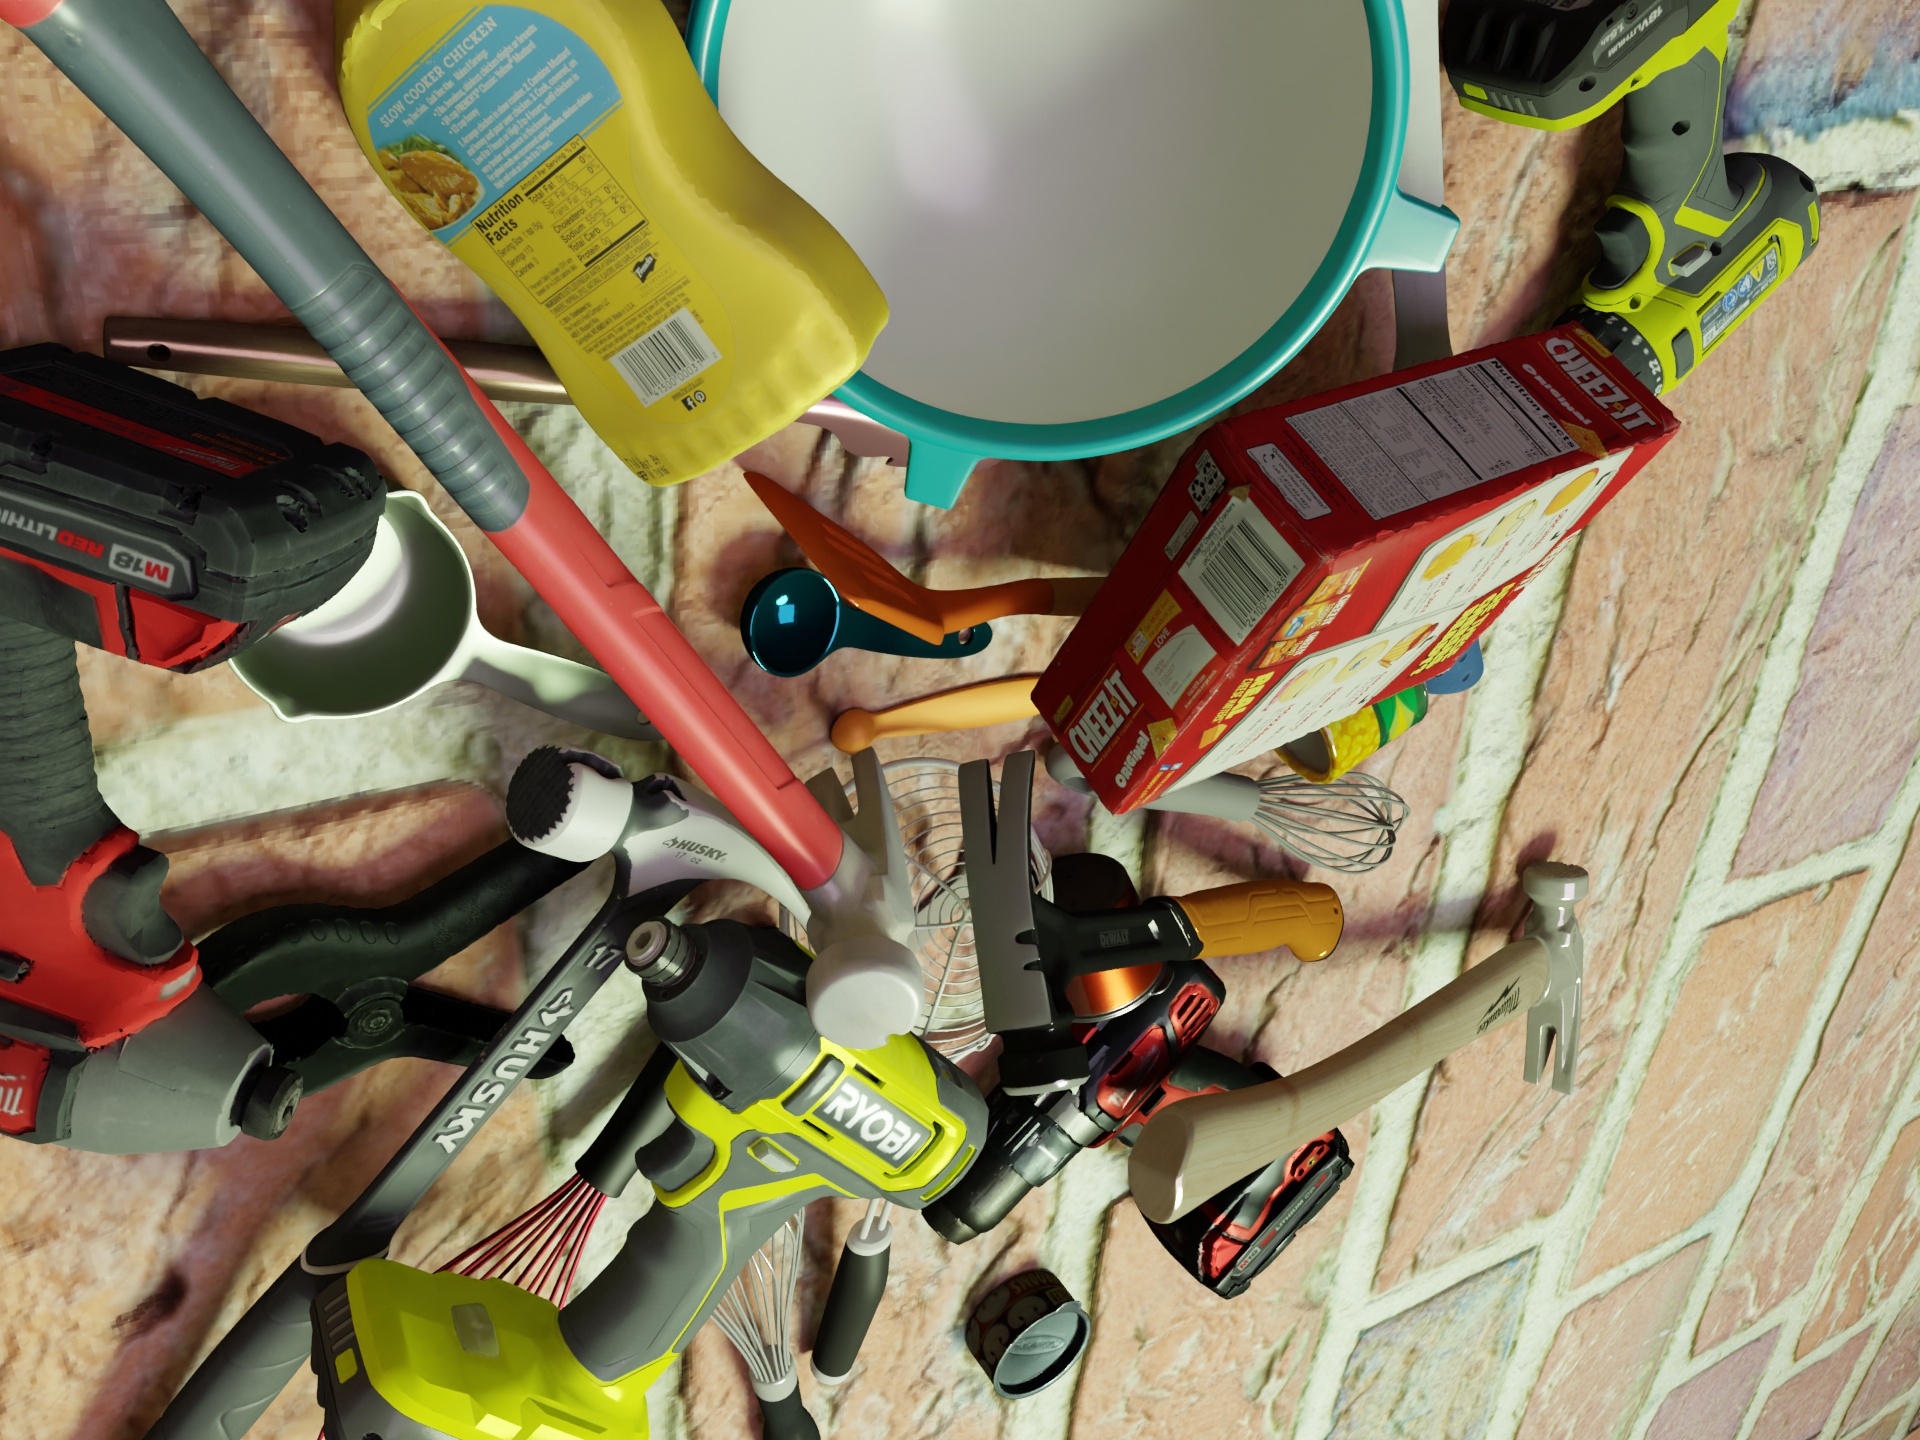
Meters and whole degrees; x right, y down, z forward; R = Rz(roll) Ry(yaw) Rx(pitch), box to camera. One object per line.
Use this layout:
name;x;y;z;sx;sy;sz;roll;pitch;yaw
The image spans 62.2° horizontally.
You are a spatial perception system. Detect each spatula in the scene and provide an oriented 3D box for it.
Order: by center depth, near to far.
spatula;0.055;-0.058;0.655;0.322;0.081;0.041;-3;131;-40

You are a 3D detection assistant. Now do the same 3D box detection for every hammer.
hammer;-0.125;-0.066;0.471;0.038;0.143;0.385;-29;123;10
hammer;-0.212;0.181;0.590;0.409;0.036;0.149;-49;143;11
hammer;0.201;-0.158;0.670;0.144;0.035;0.405;-3;138;17
hammer;0.104;0.086;0.727;0.336;0.034;0.127;7;72;-57
hammer;0.234;0.191;0.864;0.410;0.038;0.146;-12;106;-43

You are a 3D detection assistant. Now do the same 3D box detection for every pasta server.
pasta server;-0.104;-0.113;0.525;0.316;0.040;0.060;-2;118;-30

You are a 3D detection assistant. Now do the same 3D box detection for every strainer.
strainer;-0.006;-0.241;0.465;0.211;0.095;0.340;-24;121;19

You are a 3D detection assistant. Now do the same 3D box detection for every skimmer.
skimmer;-0.042;0.180;0.737;0.127;0.090;0.363;-10;134;-29

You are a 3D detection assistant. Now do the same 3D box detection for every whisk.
whisk;-0.163;0.207;0.660;0.296;0.073;0.073;-52;134;-5
whisk;-0.094;0.298;0.766;0.070;0.070;0.284;-24;133;-22
whisk;0.134;0.038;0.776;0.238;0.055;0.055;13;109;-35

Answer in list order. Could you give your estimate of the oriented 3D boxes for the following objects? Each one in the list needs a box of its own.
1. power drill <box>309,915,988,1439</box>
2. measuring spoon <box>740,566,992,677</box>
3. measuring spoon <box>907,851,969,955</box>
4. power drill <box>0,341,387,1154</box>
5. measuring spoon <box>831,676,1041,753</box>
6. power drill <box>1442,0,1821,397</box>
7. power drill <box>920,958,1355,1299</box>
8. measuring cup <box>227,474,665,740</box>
power drill;-0.115;0.177;0.570;0.223;0.080;0.171;-46;129;-1
measuring spoon;-0.037;-0.038;0.627;0.128;0.021;0.042;1;106;-46
measuring spoon;-0.013;0.097;0.721;0.124;0.018;0.034;-45;133;-3
power drill;-0.238;0.021;0.439;0.143;0.079;0.219;20;110;-2
measuring spoon;-0.001;-0.002;0.673;0.117;0.011;0.021;-11;123;-30
power drill;0.287;-0.231;0.694;0.190;0.080;0.228;-43;136;-6
power drill;0.095;0.226;0.842;0.188;0.080;0.226;-46;130;-3
measuring cup;-0.164;-0.029;0.525;0.167;0.038;0.083;24;101;-44
